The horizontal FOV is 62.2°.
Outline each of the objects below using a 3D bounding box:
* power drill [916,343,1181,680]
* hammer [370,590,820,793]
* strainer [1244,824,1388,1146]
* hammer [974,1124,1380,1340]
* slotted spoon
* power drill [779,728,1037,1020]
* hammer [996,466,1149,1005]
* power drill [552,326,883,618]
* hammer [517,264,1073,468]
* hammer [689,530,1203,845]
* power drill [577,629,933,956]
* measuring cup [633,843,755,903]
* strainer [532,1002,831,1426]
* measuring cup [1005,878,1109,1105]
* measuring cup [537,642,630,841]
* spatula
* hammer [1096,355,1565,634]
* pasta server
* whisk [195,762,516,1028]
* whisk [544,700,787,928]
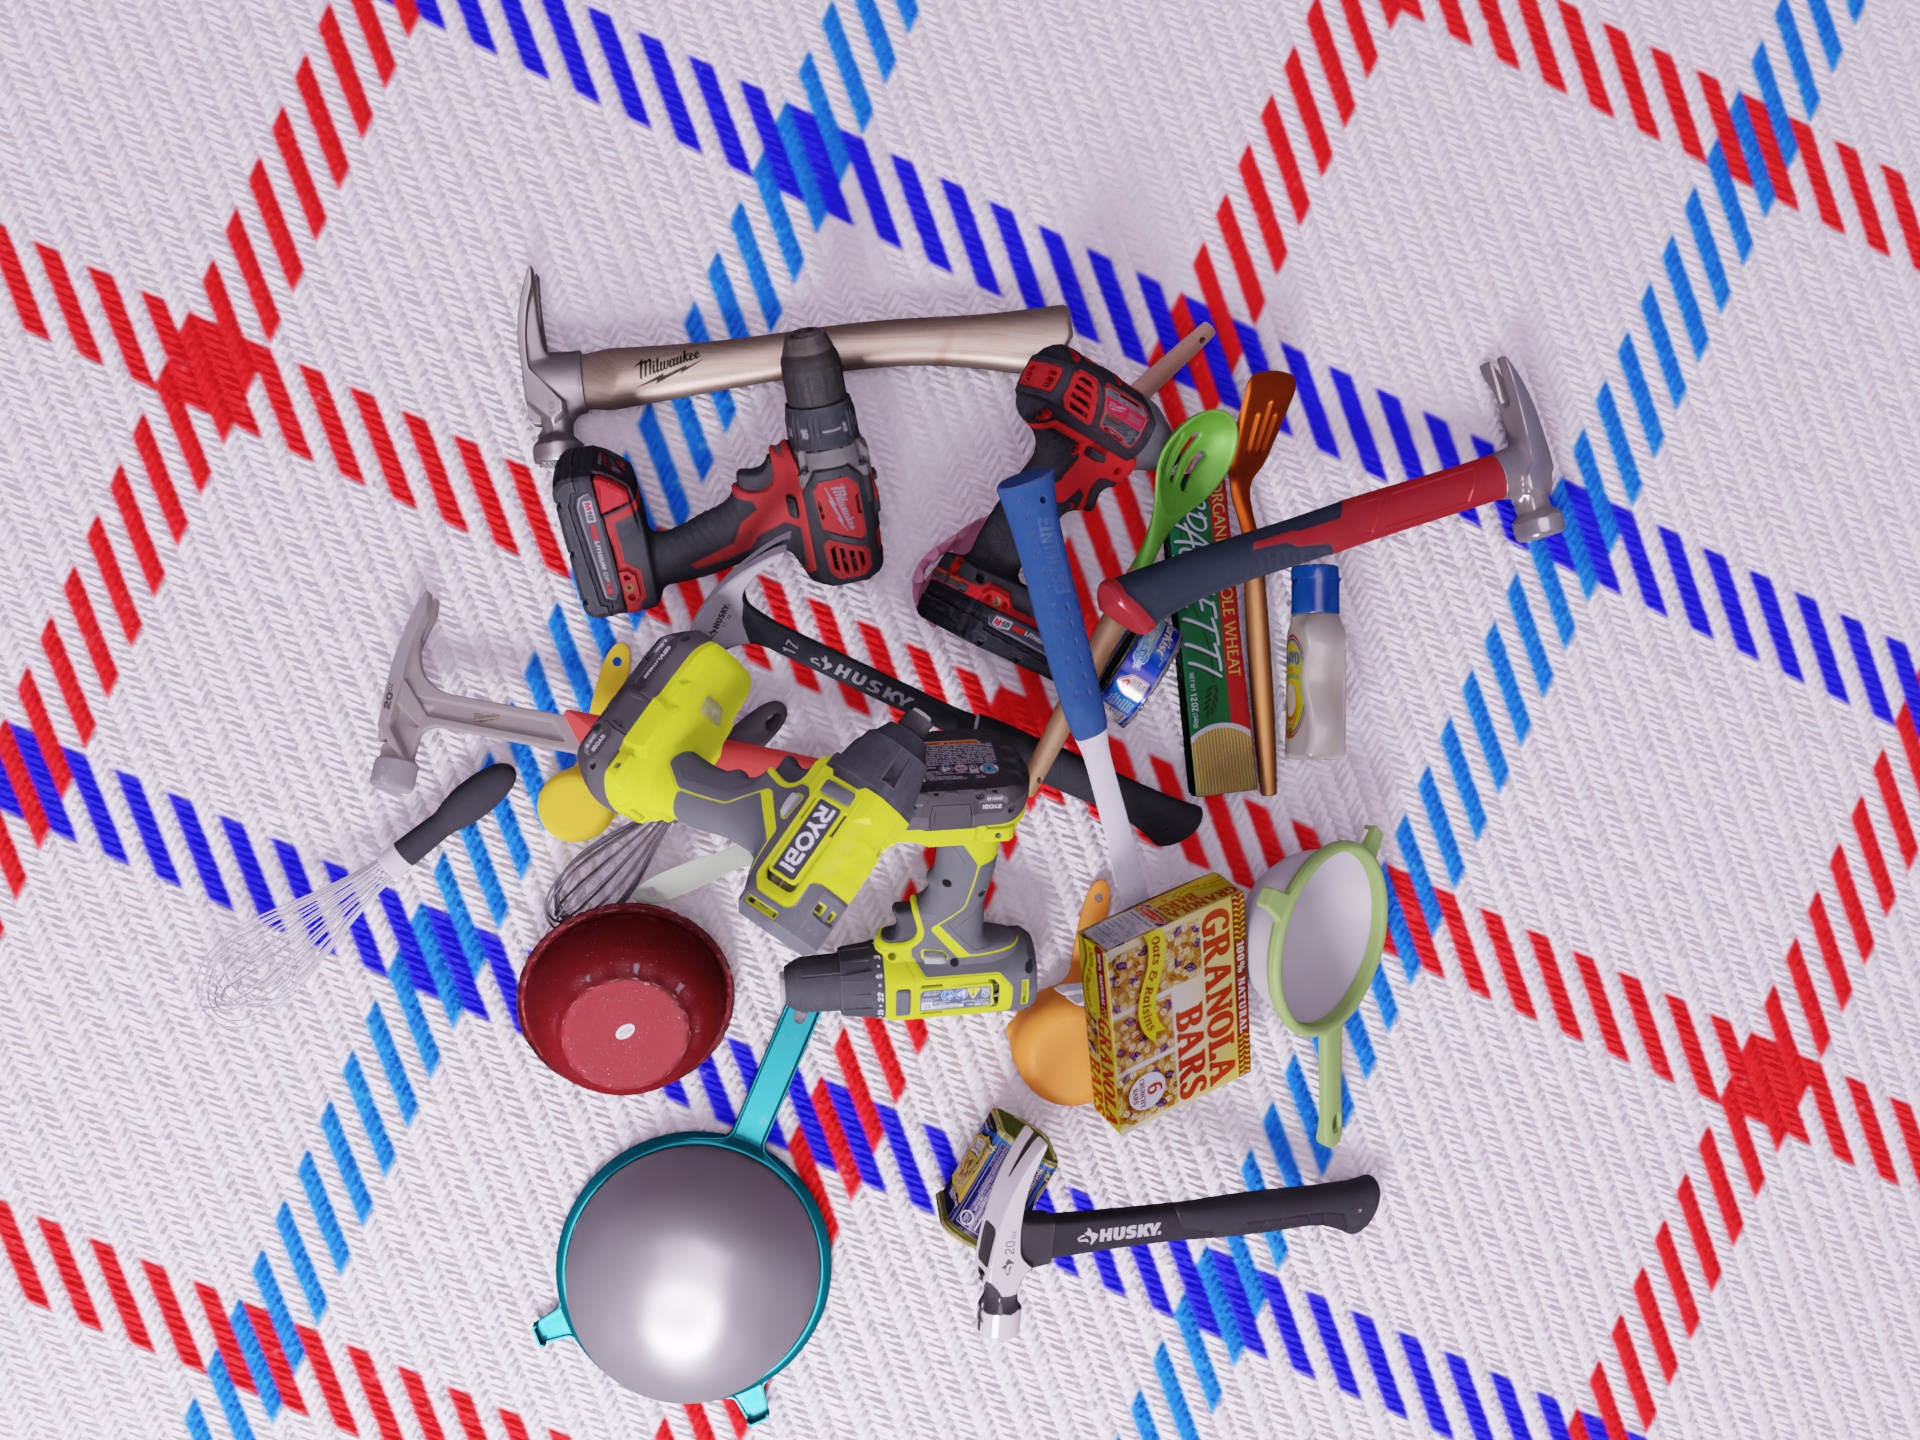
[{"bbox_3d":[0.073,-0.148,1.165,0.143,0.079,0.219,22,95,-36],"label":"power drill"},{"bbox_3d":[-0.243,0.009,1.169,0.359,0.036,0.149,10,78,1],"label":"hammer"},{"bbox_3d":[0.262,0.208,1.224,0.151,0.069,0.256,-23,116,-40],"label":"strainer"},{"bbox_3d":[0.170,0.366,1.181,0.334,0.035,0.146,1,98,-24],"label":"hammer"},{"bbox_3d":[0.117,-0.087,1.158,0.070,0.031,0.314,30,85,-44],"label":"slotted spoon"},{"bbox_3d":[-0.038,0.125,1.151,0.190,0.080,0.228,-3,123,-8],"label":"power drill"},{"bbox_3d":[0.091,0.021,1.134,0.144,0.035,0.405,-25,112,-21],"label":"hammer"},{"bbox_3d":[-0.174,-0.175,1.148,0.226,0.080,0.187,-11,117,-5],"label":"power drill"},{"bbox_3d":[-0.122,-0.284,1.193,0.410,0.038,0.146,-7,91,-4],"label":"hammer"},{"bbox_3d":[-0.002,-0.004,1.179,0.408,0.036,0.149,25,126,-12],"label":"hammer"},{"bbox_3d":[-0.134,0.033,1.060,0.223,0.080,0.171,27,77,33],"label":"power drill"},{"bbox_3d":[-0.167,0.101,1.201,0.167,0.038,0.083,-22,93,-4],"label":"measuring cup"},{"bbox_3d":[-0.177,0.364,1.183,0.211,0.095,0.340,23,92,-4],"label":"strainer"},{"bbox_3d":[0.092,0.209,1.215,0.095,0.052,0.173,12,93,-4],"label":"measuring cup"},{"bbox_3d":[-0.277,0.017,1.196,0.062,0.029,0.156,16,93,-4],"label":"measuring cup"},{"bbox_3d":[0.233,-0.101,1.216,0.041,0.081,0.322,0,98,36],"label":"spatula"},{"bbox_3d":[0.271,-0.157,1.174,0.386,0.038,0.143,-18,93,-18],"label":"hammer"},{"bbox_3d":[0.080,-0.191,1.208,0.316,0.040,0.060,-43,126,-3],"label":"pasta server"},{"bbox_3d":[-0.445,0.126,1.181,0.284,0.070,0.070,-39,94,-6],"label":"whisk"},{"bbox_3d":[-0.219,0.071,1.197,0.239,0.055,0.055,-44,94,-5],"label":"whisk"}]
